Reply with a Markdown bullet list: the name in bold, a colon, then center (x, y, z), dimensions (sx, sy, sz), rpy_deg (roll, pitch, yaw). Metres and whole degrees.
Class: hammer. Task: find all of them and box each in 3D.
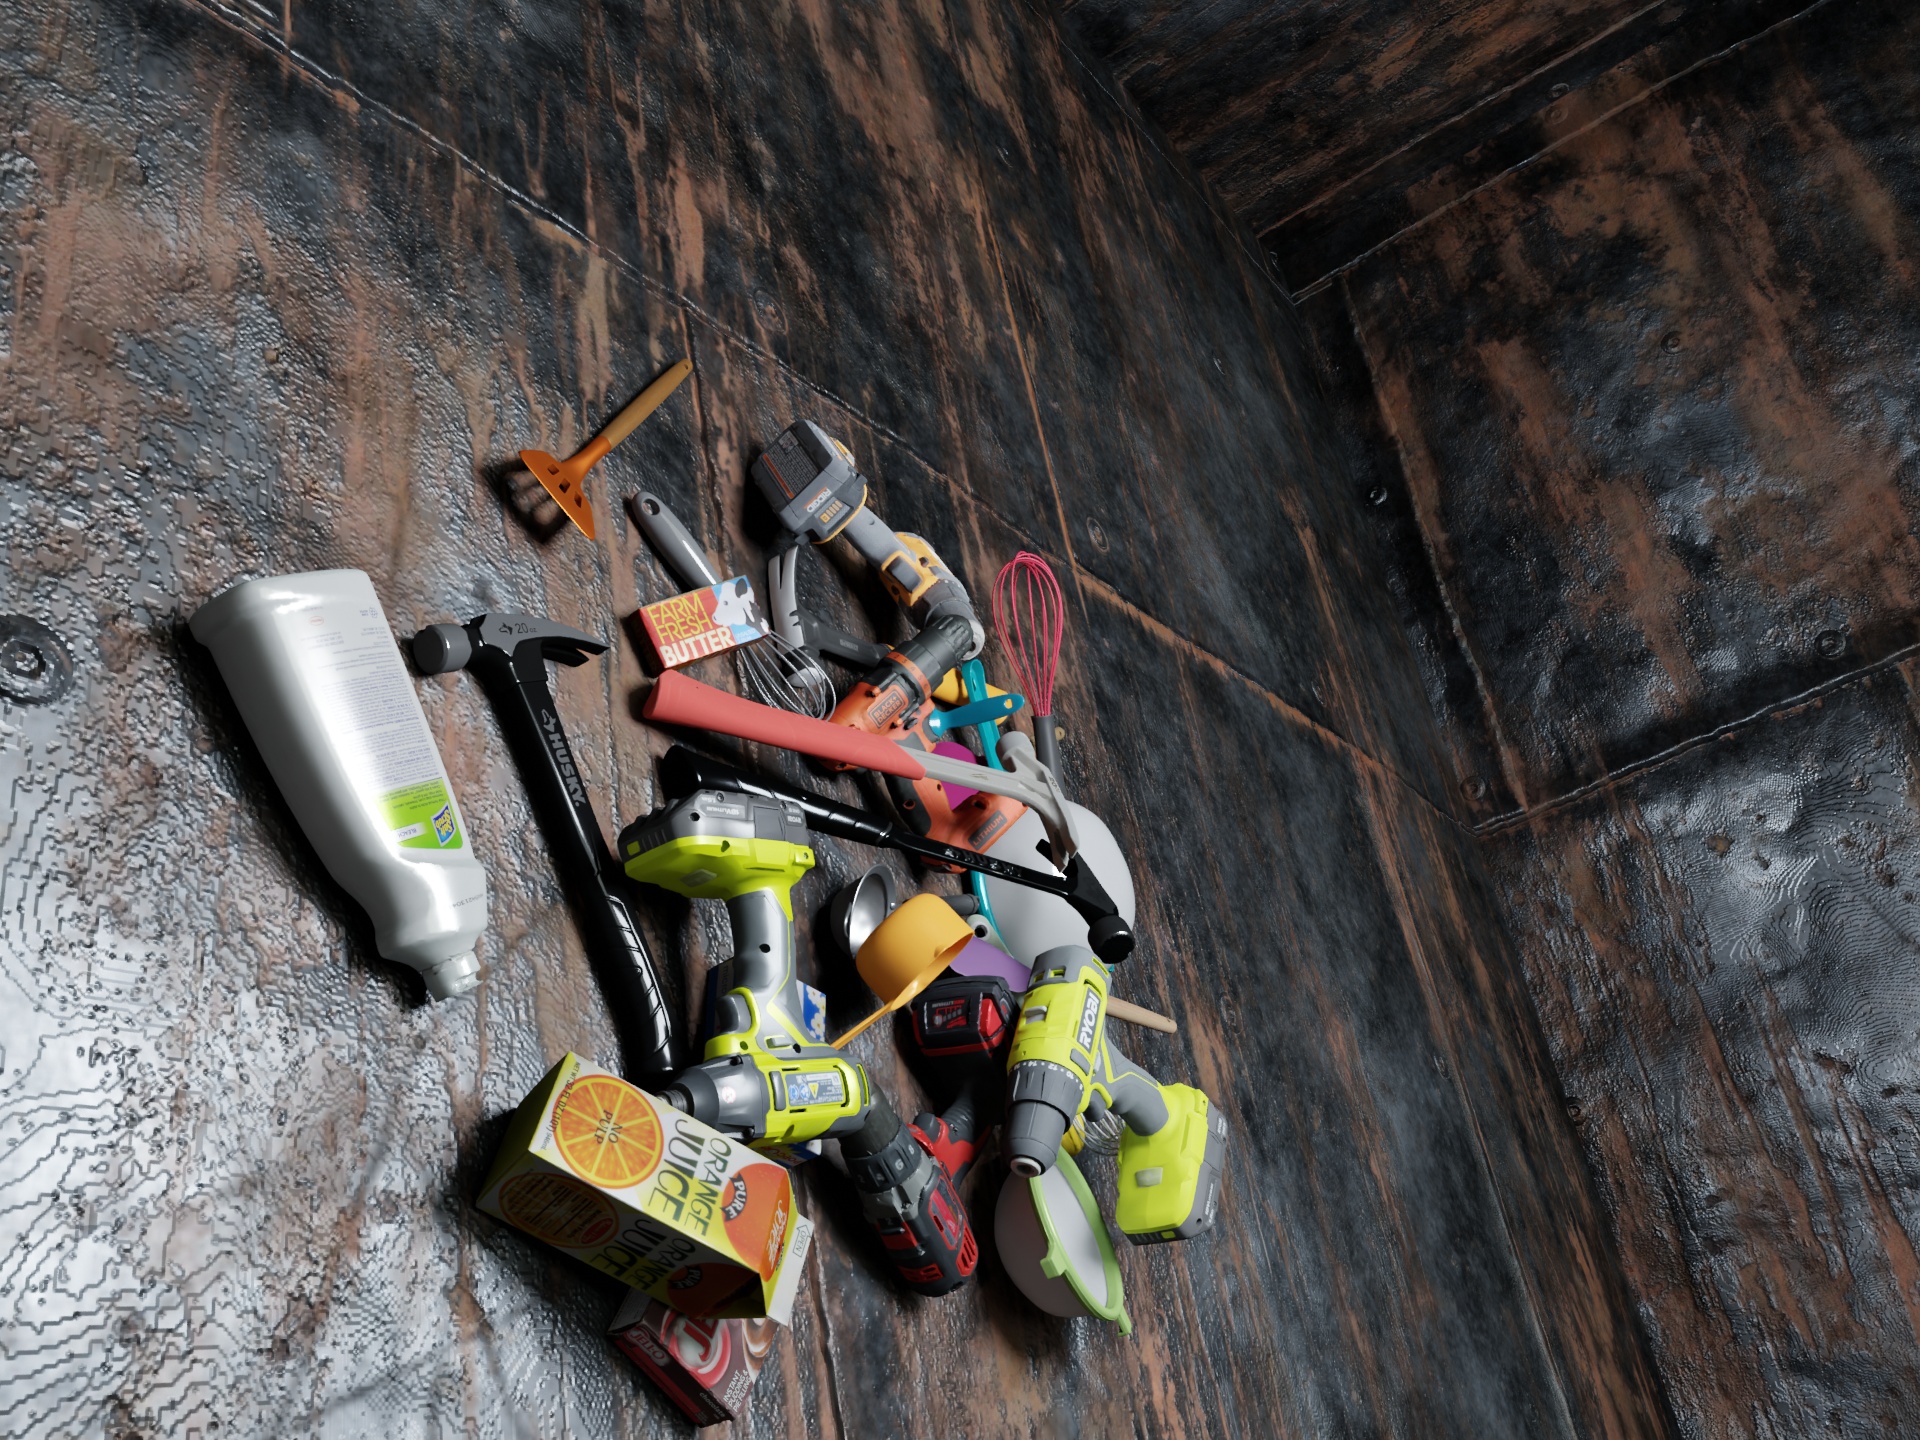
- **hammer**: center (-0.244, 0.085, 1.054), dimensions (0.146, 0.035, 0.335), rpy_deg (-12, 78, -61)
- **hammer**: center (-0.073, 0.029, 1.246), dimensions (0.358, 0.036, 0.149), rpy_deg (15, 32, -29)
- **hammer**: center (-0.045, 0.091, 1.259), dimensions (0.408, 0.036, 0.149), rpy_deg (20, 25, -29)
- **hammer**: center (-0.055, -0.056, 1.491), dimensions (0.336, 0.034, 0.127), rpy_deg (21, 50, -52)

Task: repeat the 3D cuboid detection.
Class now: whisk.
- **whisk**: center (-0.184, -0.089, 1.288), dimensions (0.239, 0.055, 0.055), rpy_deg (52, 30, -13)
- **whisk**: center (0.080, -0.024, 1.612), dimensions (0.073, 0.073, 0.296), rpy_deg (-18, 102, -62)
- **whisk**: center (0.077, 0.275, 1.396), dimensions (0.246, 0.058, 0.059), rpy_deg (55, -12, 11)

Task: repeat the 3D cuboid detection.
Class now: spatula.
- **spatula**: center (-0.269, -0.233, 1.269), dimensions (0.081, 0.041, 0.323), rpy_deg (52, 29, -19)
- **spatula**: center (0.092, 0.237, 1.406), dimensions (0.315, 0.018, 0.060), rpy_deg (26, 24, -40)

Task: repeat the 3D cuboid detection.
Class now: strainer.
- **strainer**: center (0.086, 0.096, 1.506), dimensions (0.211, 0.095, 0.340), rpy_deg (-8, 81, -60)
- **strainer**: center (-0.046, 0.158, 1.315), dimensions (0.258, 0.050, 0.087), rpy_deg (7, 91, -61)
- **strainer**: center (0.055, 0.376, 1.297), dimensions (0.151, 0.069, 0.257), rpy_deg (52, 14, -43)

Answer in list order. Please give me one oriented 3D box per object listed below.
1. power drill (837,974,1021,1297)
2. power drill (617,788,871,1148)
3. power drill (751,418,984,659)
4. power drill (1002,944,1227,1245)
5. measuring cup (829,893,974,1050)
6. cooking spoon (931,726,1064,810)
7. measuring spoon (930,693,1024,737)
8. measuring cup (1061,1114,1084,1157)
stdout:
- **power drill**: center (-0.022, 0.287, 1.195), dimensions (0.187, 0.080, 0.227), rpy_deg (65, 29, -22)
- **power drill**: center (-0.147, 0.164, 1.034), dimensions (0.171, 0.080, 0.223), rpy_deg (13, 58, -53)
- **power drill**: center (-0.073, -0.153, 1.438), dimensions (0.226, 0.084, 0.186), rpy_deg (41, 9, -38)
- **power drill**: center (0.116, 0.316, 1.259), dimensions (0.228, 0.080, 0.191), rpy_deg (49, 39, -28)
- **measuring cup**: center (-0.069, 0.195, 1.196), dimensions (0.173, 0.095, 0.052), rpy_deg (-36, 75, -25)
- **cooking spoon**: center (0.036, 0.038, 1.582), dimensions (0.319, 0.017, 0.069), rpy_deg (-19, 89, -61)
- **measuring spoon**: center (-0.002, -0.005, 1.435), dimensions (0.021, 0.128, 0.042), rpy_deg (10, 69, -60)
- **measuring cup**: center (0.069, 0.310, 1.399), dimensions (0.062, 0.029, 0.156), rpy_deg (-5, 73, -60)
